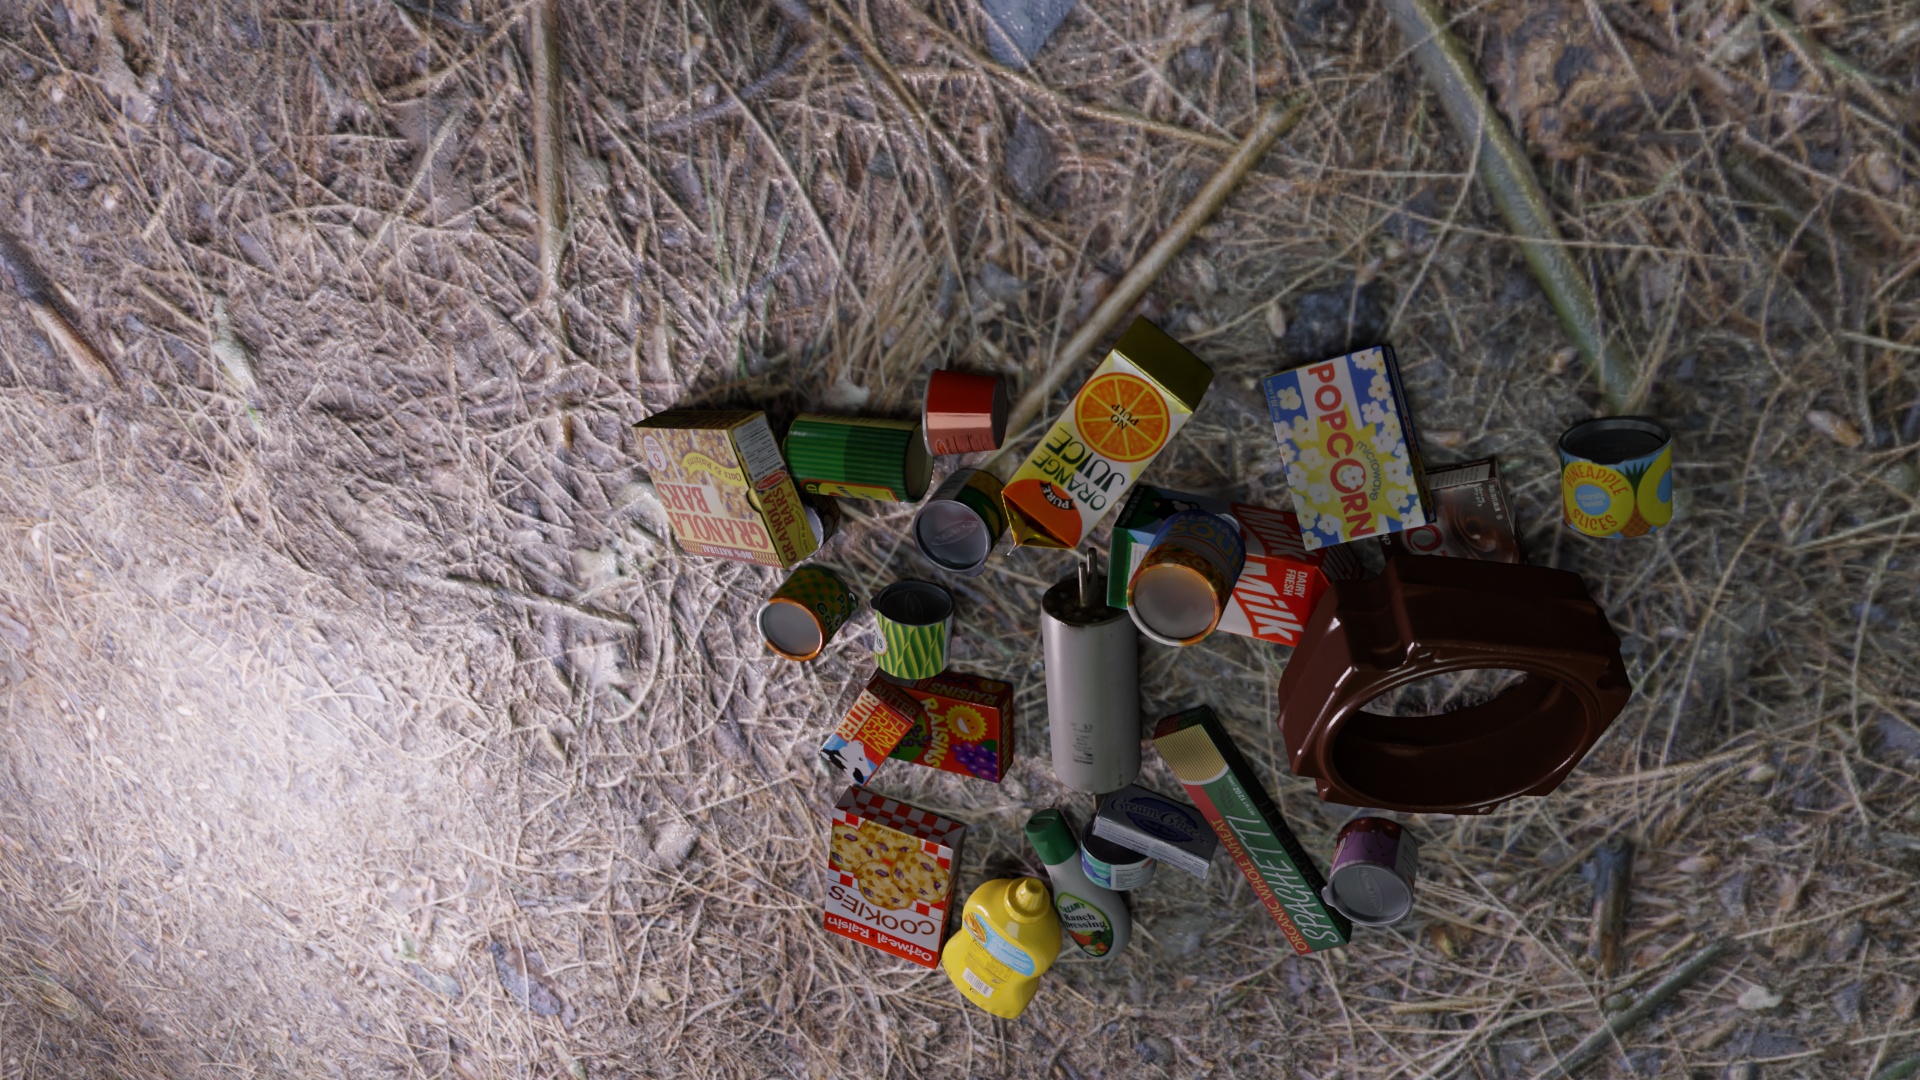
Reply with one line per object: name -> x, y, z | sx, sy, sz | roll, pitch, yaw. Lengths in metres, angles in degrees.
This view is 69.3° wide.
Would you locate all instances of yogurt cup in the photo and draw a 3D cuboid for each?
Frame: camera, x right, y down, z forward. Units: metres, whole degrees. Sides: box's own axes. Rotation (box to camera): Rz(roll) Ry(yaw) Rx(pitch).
yogurt cup -> 0.004, -0.097, 1.056 | 0.054, 0.073, 0.072 | 2, 120, 13

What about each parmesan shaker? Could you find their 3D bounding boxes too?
parmesan shaker -> -0.081, -0.066, 1.104 | 0.103, 0.072, 0.071 | 6, 121, 20

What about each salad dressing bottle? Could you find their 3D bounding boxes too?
salad dressing bottle -> 0.106, 0.312, 1.263 | 0.064, 0.044, 0.147 | -13, 112, 39

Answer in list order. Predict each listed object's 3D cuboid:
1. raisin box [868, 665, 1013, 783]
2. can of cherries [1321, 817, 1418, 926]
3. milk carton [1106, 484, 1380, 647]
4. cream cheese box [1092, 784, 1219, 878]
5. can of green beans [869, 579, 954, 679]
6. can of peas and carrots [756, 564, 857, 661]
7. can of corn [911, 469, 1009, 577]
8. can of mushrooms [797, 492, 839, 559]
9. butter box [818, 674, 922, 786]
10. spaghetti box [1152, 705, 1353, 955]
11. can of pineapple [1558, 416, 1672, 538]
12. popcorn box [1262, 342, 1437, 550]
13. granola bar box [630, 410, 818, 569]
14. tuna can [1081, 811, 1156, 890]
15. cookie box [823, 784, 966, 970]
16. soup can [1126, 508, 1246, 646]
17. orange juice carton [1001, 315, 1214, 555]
raisin box -> -0.016, 0.159, 1.230 | 0.123, 0.040, 0.085 | 10, 121, 19
can of cherries -> 0.333, 0.269, 1.131 | 0.071, 0.059, 0.071 | 11, 123, 17
milk carton -> 0.211, 0.021, 1.030 | 0.191, 0.073, 0.073 | 12, 123, 18
cream cheese box -> 0.169, 0.246, 1.191 | 0.104, 0.054, 0.024 | 21, 126, 11
can of green beans -> -0.040, 0.075, 1.173 | 0.071, 0.071, 0.057 | 15, 124, 15
can of peas and carrots -> -0.134, 0.064, 1.212 | 0.071, 0.059, 0.070 | 11, 123, 18
can of corn -> 0.004, -0.014, 1.107 | 0.071, 0.058, 0.070 | 11, 122, 17
can of mushrooms -> -0.137, -0.021, 1.179 | 0.071, 0.034, 0.070 | 11, 122, 18
butter box -> -0.080, 0.168, 1.222 | 0.053, 0.024, 0.103 | 37, 126, 1
spaghetti box -> 0.249, 0.248, 1.173 | 0.050, 0.029, 0.249 | -26, 106, 34
can of pineapple -> 0.425, -0.040, 0.902 | 0.071, 0.071, 0.057 | -3, 117, 25
popcorn box -> 0.266, -0.063, 0.951 | 0.085, 0.038, 0.126 | -14, 89, 29
granola bar box -> -0.197, -0.044, 1.145 | 0.165, 0.039, 0.123 | 6, 123, 50
tuna can -> 0.137, 0.270, 1.213 | 0.071, 0.071, 0.032 | 8, 122, 19
cookie box -> -0.066, 0.329, 1.351 | 0.123, 0.040, 0.166 | 16, 123, 14
soup can -> 0.158, 0.023, 0.957 | 0.071, 0.084, 0.071 | 10, 119, 18
orange juice carton -> 0.097, -0.065, 1.028 | 0.073, 0.072, 0.191 | 38, 126, 0
